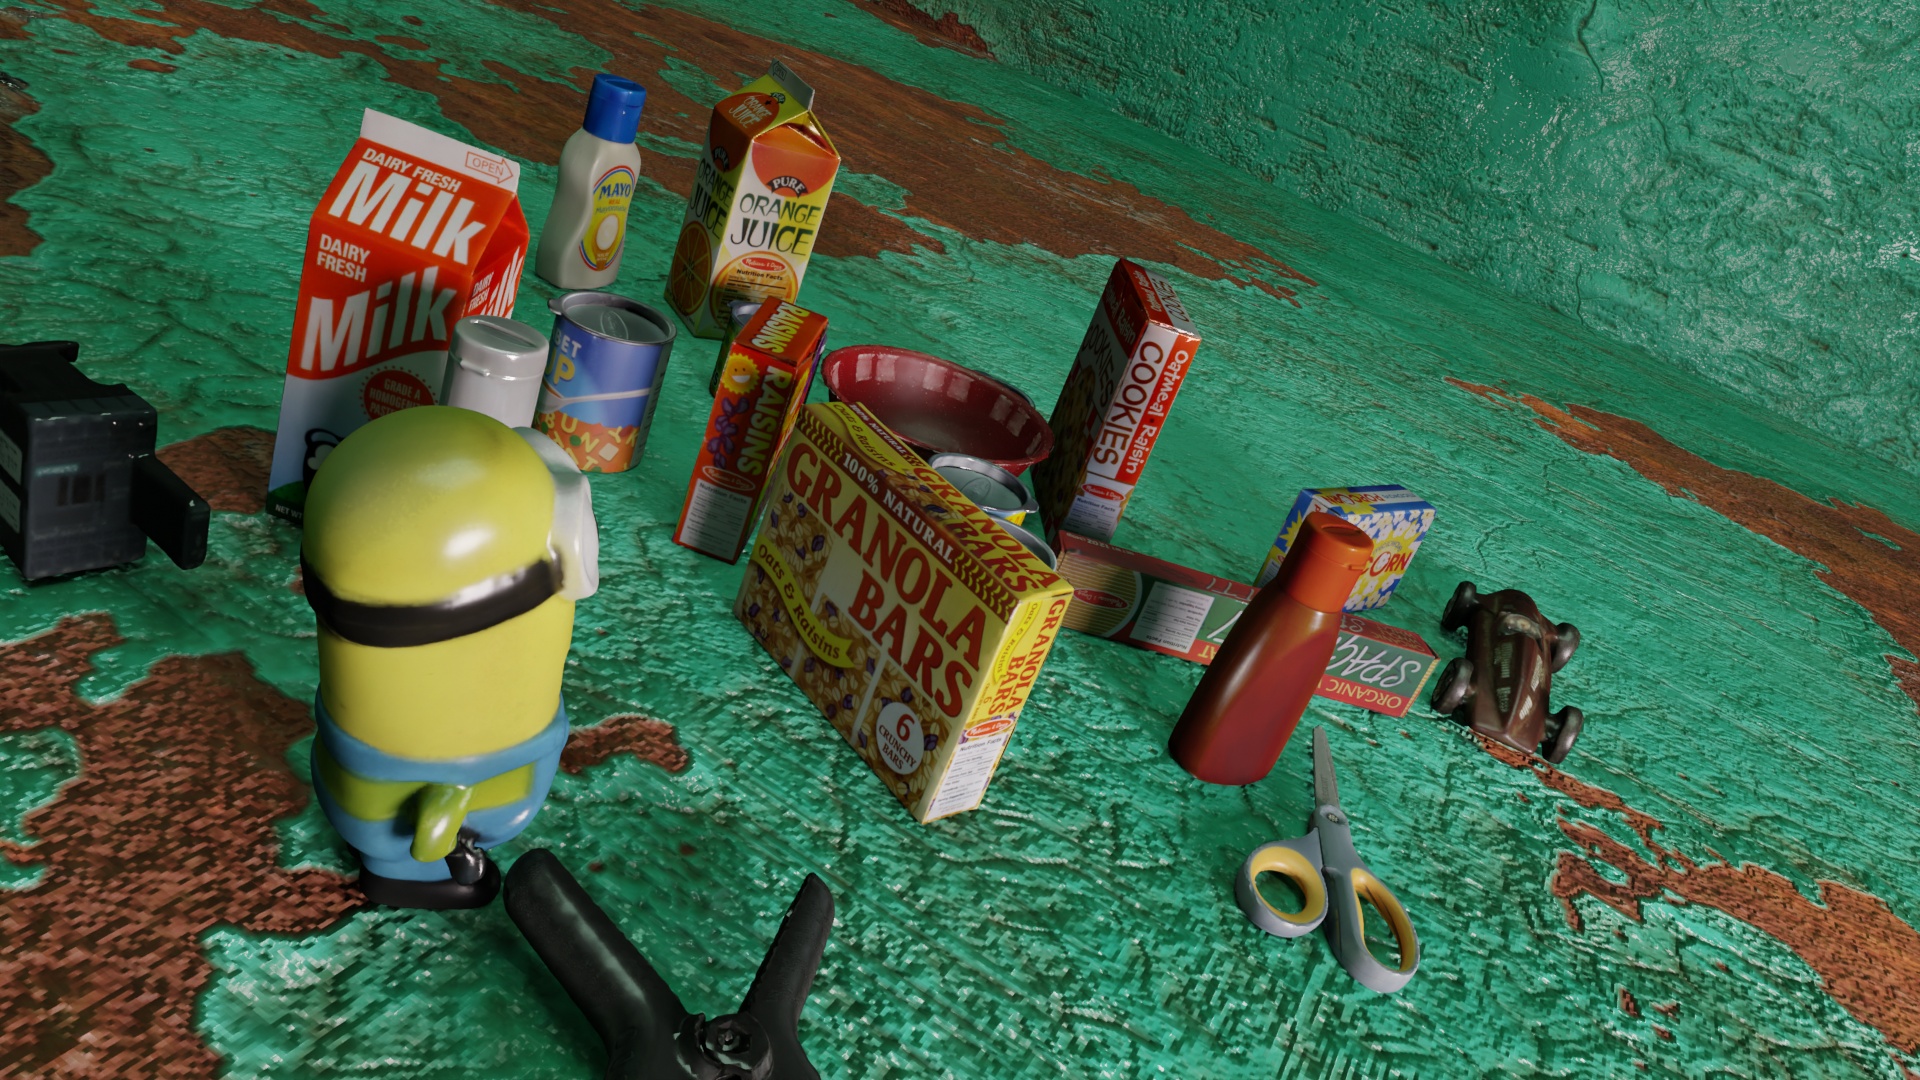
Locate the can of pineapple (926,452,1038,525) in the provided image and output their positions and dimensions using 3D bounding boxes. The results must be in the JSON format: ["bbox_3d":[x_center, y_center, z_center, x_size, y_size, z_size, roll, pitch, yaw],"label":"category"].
[{"bbox_3d":[0.003,-0.010,0.822,0.071,0.057,0.071,18,26,-9],"label":"can of pineapple"}]

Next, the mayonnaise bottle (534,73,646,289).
[{"bbox_3d":[-0.258,-0.253,0.985,0.041,0.147,0.065,32,27,20],"label":"mayonnaise bottle"}]

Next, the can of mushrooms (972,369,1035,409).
[{"bbox_3d":[0.019,-0.097,1.030,0.071,0.033,0.071,18,26,-9],"label":"can of mushrooms"}]

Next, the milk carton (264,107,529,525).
[{"bbox_3d":[-0.254,-0.094,0.634,0.072,0.189,0.074,19,25,-5],"label":"milk carton"}]

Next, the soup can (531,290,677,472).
[{"bbox_3d":[-0.206,-0.090,0.786,0.071,0.083,0.072,18,26,-9],"label":"soup can"}]

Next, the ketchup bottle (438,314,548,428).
[{"bbox_3d":[-0.204,-0.019,0.575,0.065,0.148,0.044,23,25,3],"label":"ketchup bottle"}]

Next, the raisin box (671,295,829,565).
[{"bbox_3d":[-0.113,-0.061,0.755,0.040,0.122,0.086,20,25,-3],"label":"raisin box"}]

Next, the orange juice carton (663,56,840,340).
[{"bbox_3d":[-0.147,-0.244,1.002,0.073,0.191,0.072,2,32,-36],"label":"orange juice carton"}]

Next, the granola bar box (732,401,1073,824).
[{"bbox_3d":[-0.033,0.029,0.644,0.039,0.123,0.166,-5,36,-43],"label":"granola bar box"}]

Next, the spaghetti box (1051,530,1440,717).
[{"bbox_3d":[0.166,0.053,0.835,0.250,0.050,0.029,16,26,-12],"label":"spaghetti box"}]

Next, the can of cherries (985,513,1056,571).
[{"bbox_3d":[0.013,0.027,0.757,0.071,0.058,0.072,18,26,-9],"label":"can of cherries"}]

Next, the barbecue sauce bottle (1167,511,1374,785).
[{"bbox_3d":[0.162,0.057,0.712,0.065,0.147,0.044,2,32,-35],"label":"barbecue sauce bottle"}]

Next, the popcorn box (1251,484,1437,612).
[{"bbox_3d":[0.266,0.007,0.960,0.127,0.084,0.038,-4,36,-42],"label":"popcorn box"}]

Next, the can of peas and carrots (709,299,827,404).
[{"bbox_3d":[-0.131,-0.120,0.929,0.071,0.058,0.071,18,26,-9],"label":"can of peas and carrots"}]

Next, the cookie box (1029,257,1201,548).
[{"bbox_3d":[0.097,-0.088,0.918,0.040,0.166,0.123,16,26,-12],"label":"cookie box"}]
